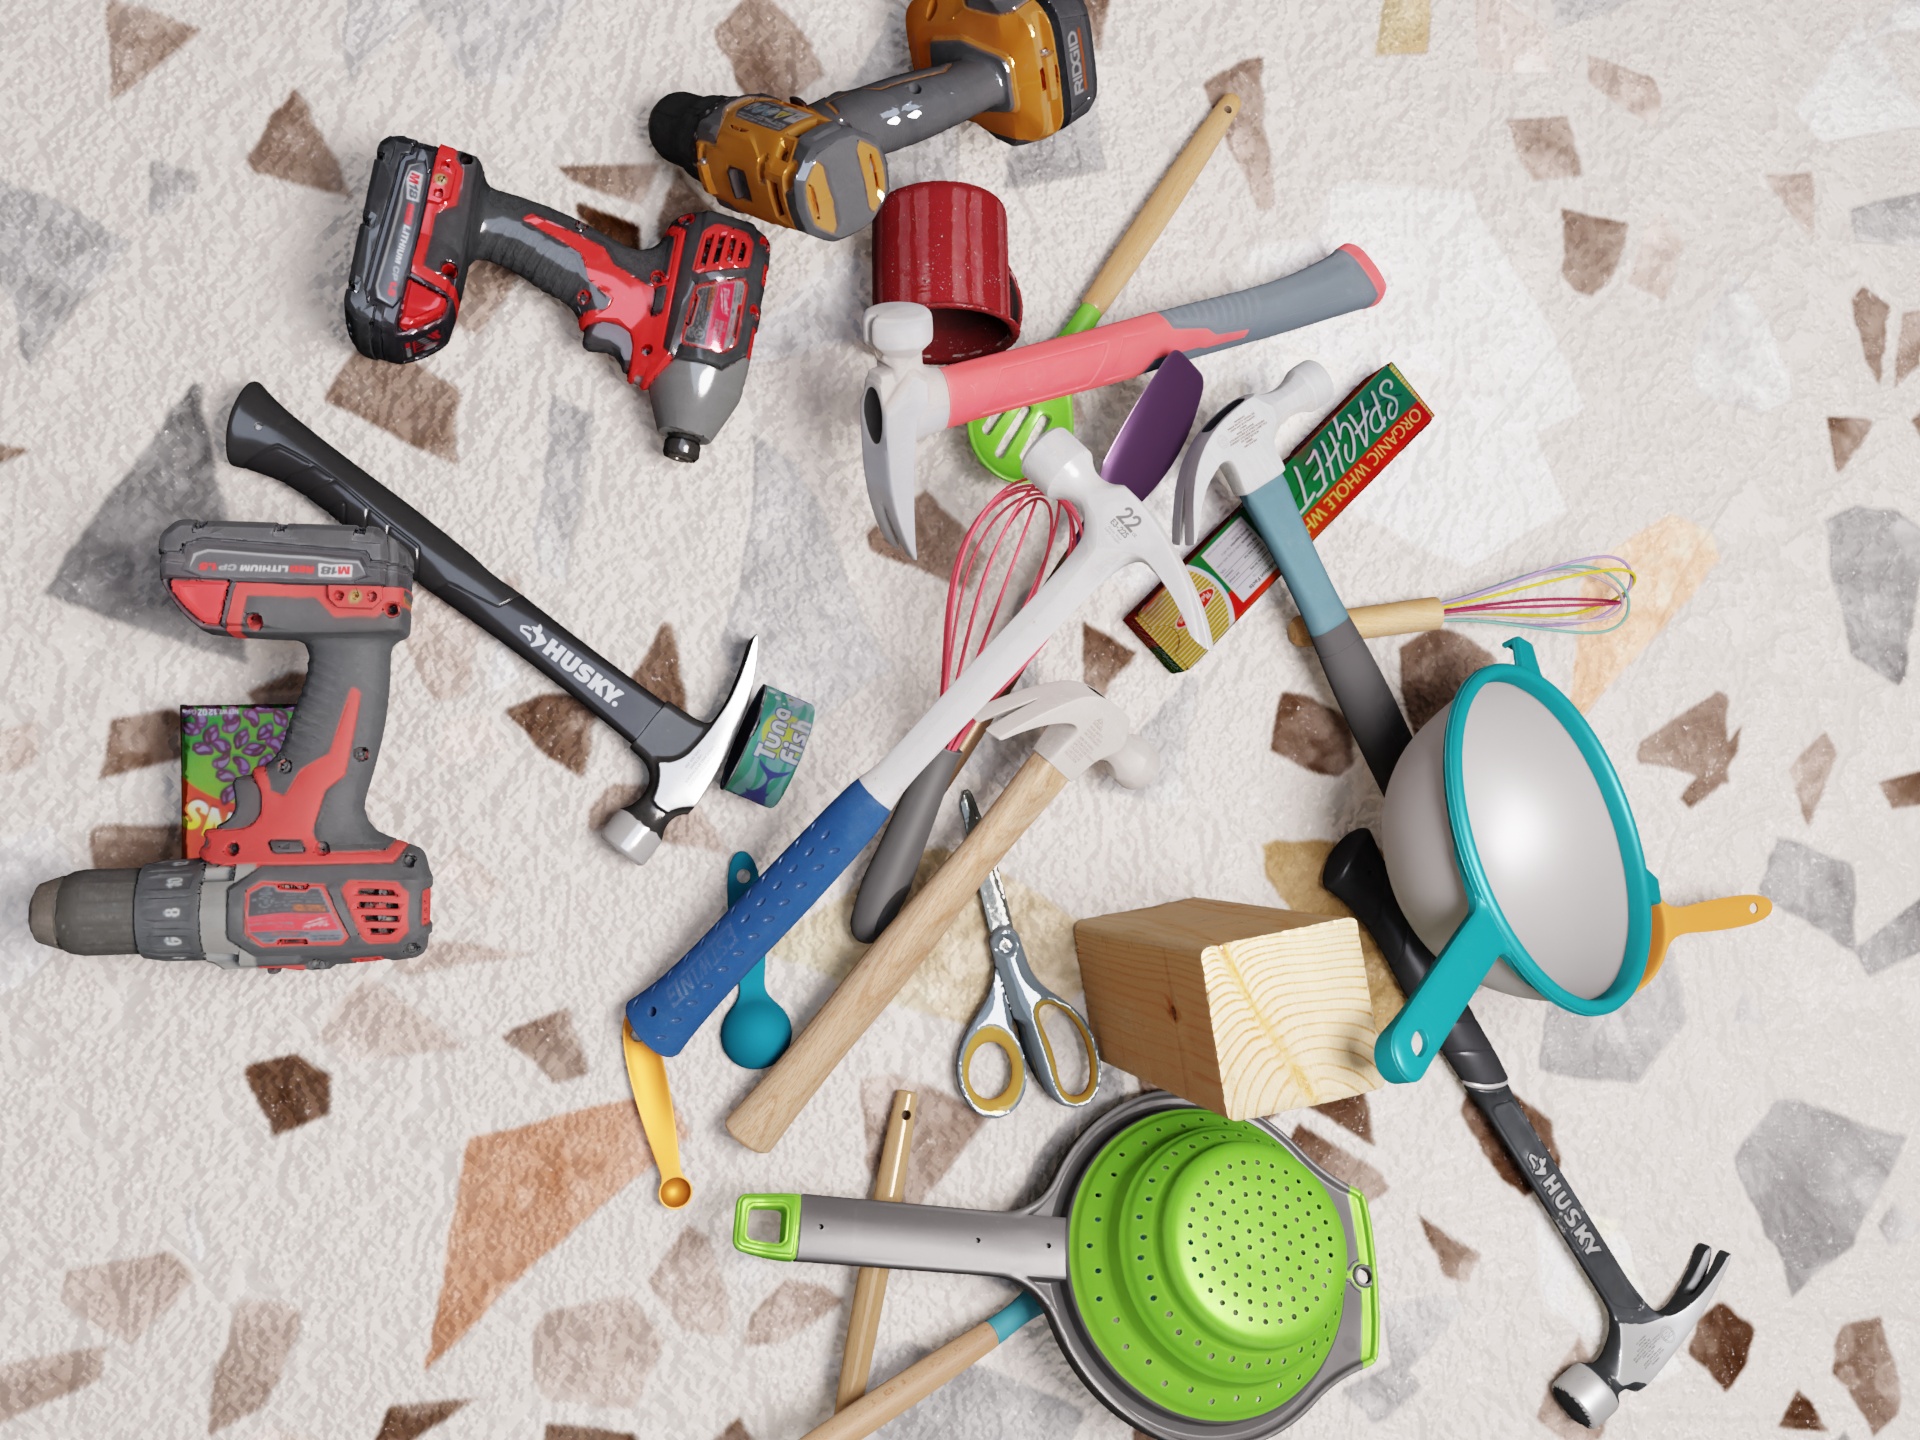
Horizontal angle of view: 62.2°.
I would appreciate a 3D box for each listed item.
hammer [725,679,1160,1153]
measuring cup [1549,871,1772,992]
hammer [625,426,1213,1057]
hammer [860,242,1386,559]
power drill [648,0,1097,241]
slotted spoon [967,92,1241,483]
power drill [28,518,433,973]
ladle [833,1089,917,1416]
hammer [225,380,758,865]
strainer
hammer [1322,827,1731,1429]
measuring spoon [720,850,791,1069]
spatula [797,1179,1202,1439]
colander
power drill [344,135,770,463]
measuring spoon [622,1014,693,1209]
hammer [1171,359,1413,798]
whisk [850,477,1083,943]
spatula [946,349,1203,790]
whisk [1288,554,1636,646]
[{"bbox_3d":[-0.021,0.113,0.919,0.331,0.031,0.129,-50,135,-2],"label":"hammer"},{"bbox_3d":[0.452,0.133,1.057,0.173,0.052,0.095,-5,88,-16],"label":"measuring cup"},{"bbox_3d":[-0.036,0.036,0.865,0.405,0.035,0.144,-47,70,11],"label":"hammer"},{"bbox_3d":[0.111,-0.213,0.965,0.386,0.038,0.143,-21,127,-28],"label":"hammer"},{"bbox_3d":[-0.057,-0.359,0.923,0.226,0.185,0.084,-35,135,-23],"label":"power drill"},{"bbox_3d":[0.097,-0.278,1.009,0.070,0.031,0.314,35,77,-11],"label":"slotted spoon"},{"bbox_3d":[-0.367,0.016,0.810,0.188,0.080,0.227,0,89,-14],"label":"power drill"},{"bbox_3d":[-0.064,0.376,0.924,0.078,0.062,0.320,14,76,-14],"label":"ladle"},{"bbox_3d":[-0.267,-0.075,0.900,0.334,0.035,0.146,39,79,-8],"label":"hammer"},{"bbox_3d":[0.282,0.106,0.910,0.340,0.095,0.211,-37,99,-44],"label":"strainer"},{"bbox_3d":[0.356,0.248,1.034,0.149,0.036,0.409,-33,94,-15],"label":"hammer"},{"bbox_3d":[-0.122,0.140,0.928,0.042,0.021,0.128,-5,89,-14],"label":"measuring spoon"},{"bbox_3d":[0.001,0.363,0.910,0.317,0.044,0.082,-22,85,-31],"label":"spatula"},{"bbox_3d":[0.075,0.293,0.896,0.397,0.094,0.205,9,62,-13],"label":"colander"},{"bbox_3d":[-0.225,-0.235,0.902,0.219,0.078,0.143,11,84,-16],"label":"power drill"},{"bbox_3d":[-0.176,0.224,0.918,0.021,0.011,0.117,-13,86,-15],"label":"measuring spoon"},{"bbox_3d":[0.238,-0.049,0.998,0.128,0.033,0.331,-32,104,-9],"label":"hammer"},{"bbox_3d":[-0.001,-0.003,0.924,0.073,0.073,0.296,21,99,-12],"label":"whisk"},{"bbox_3d":[0.060,-0.079,0.961,0.059,0.018,0.316,31,91,-50],"label":"spatula"},{"bbox_3d":[0.333,-0.070,1.049,0.245,0.047,0.051,-8,90,-10],"label":"whisk"}]
